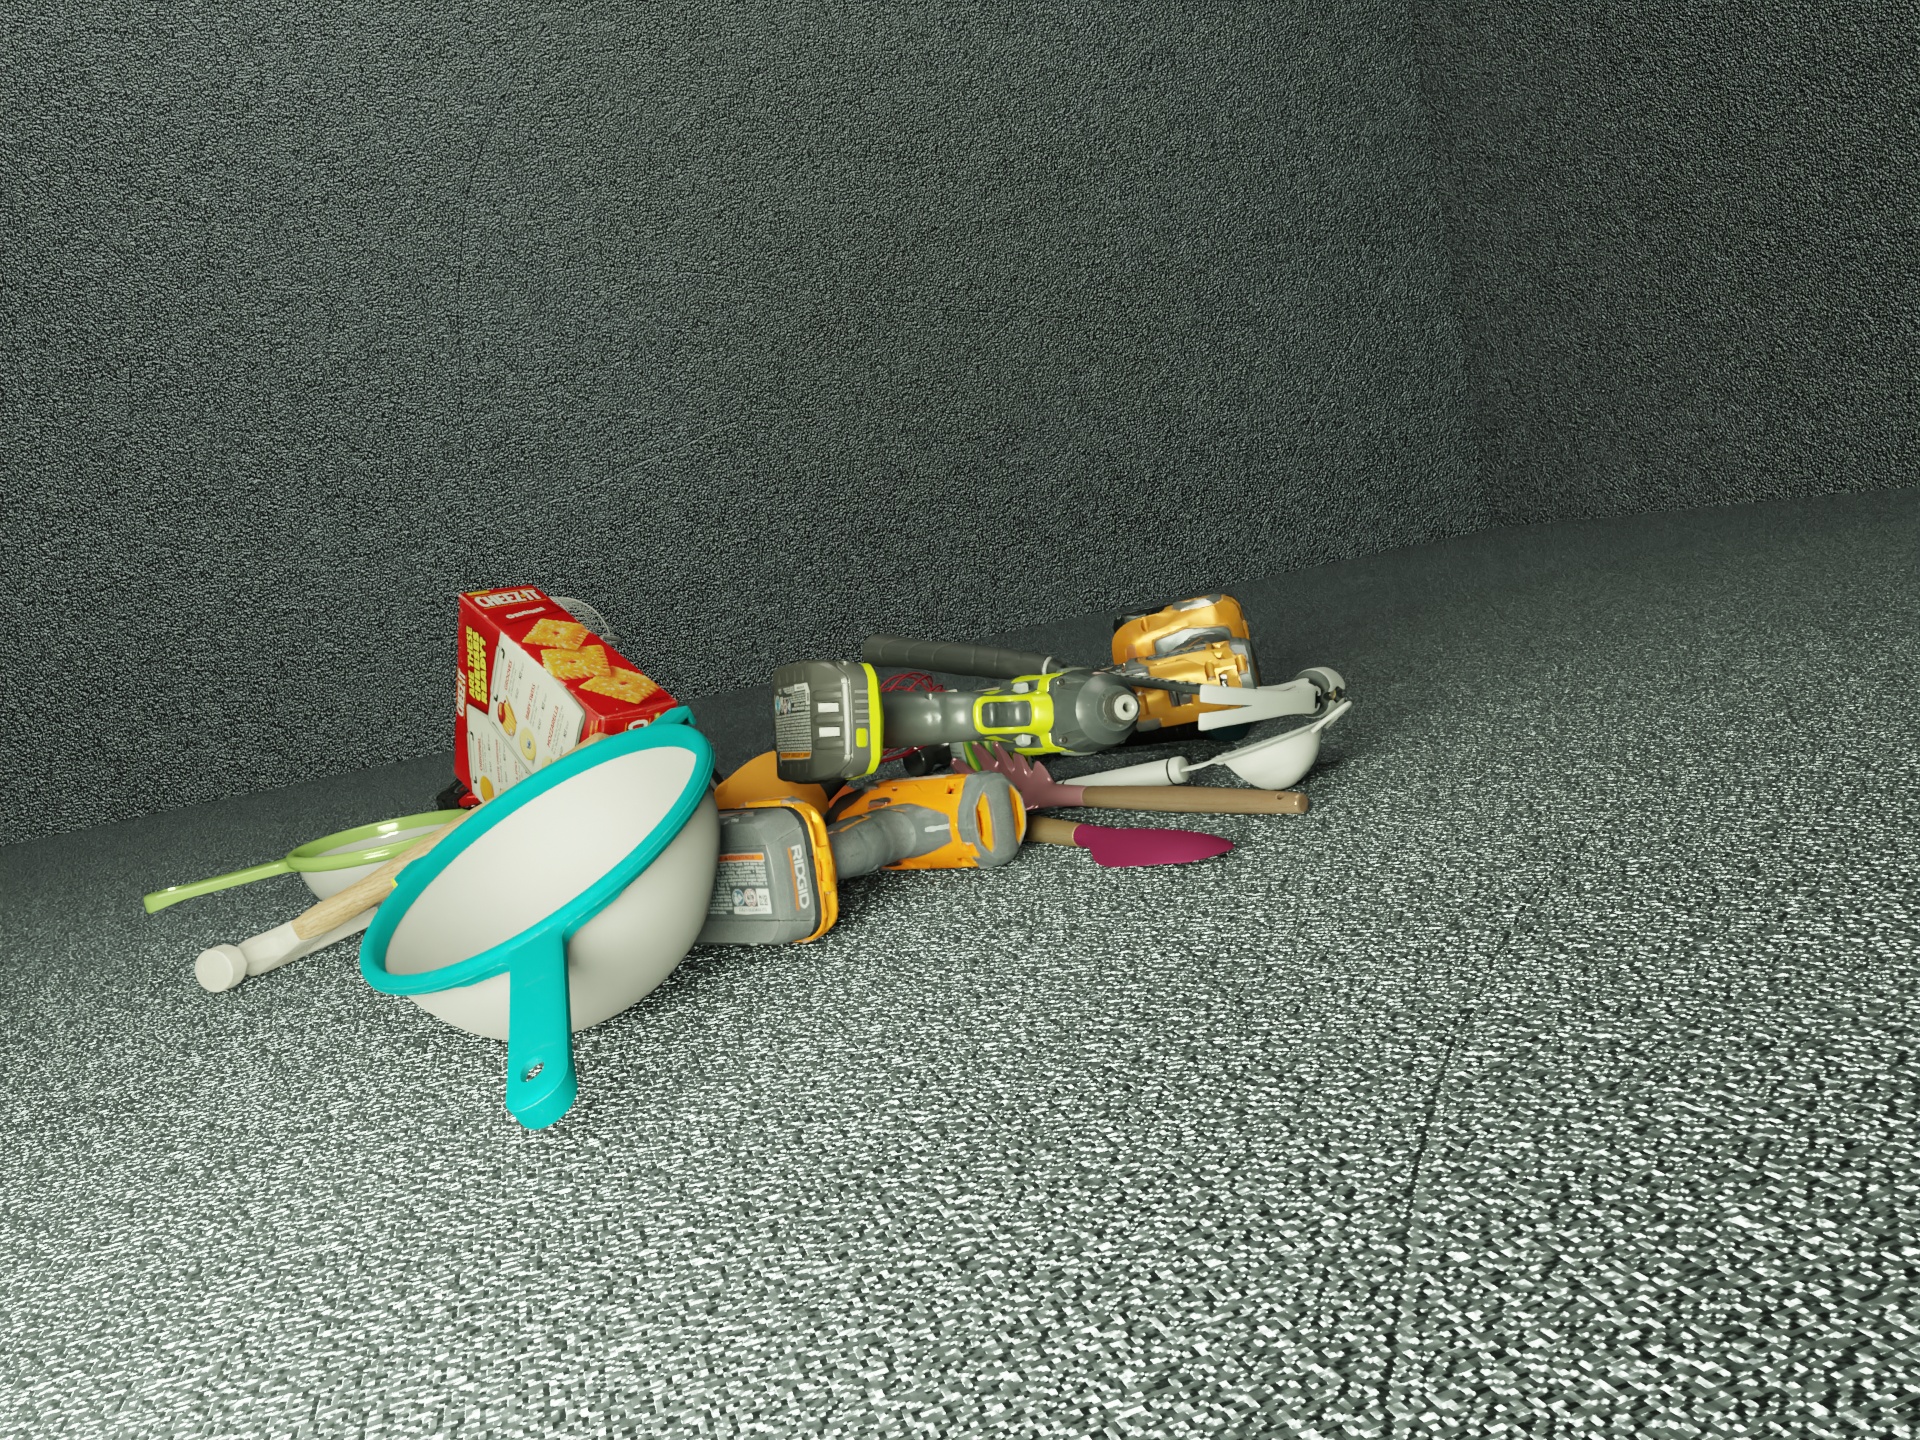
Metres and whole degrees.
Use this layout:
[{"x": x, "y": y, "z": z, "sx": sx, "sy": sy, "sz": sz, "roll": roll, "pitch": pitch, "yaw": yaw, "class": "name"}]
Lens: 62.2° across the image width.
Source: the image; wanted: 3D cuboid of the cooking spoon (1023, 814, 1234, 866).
[{"x": 0.066, "y": 0.074, "z": 1.055, "sx": 0.068, "sy": 0.017, "sz": 0.319, "roll": -14, "pitch": 7, "yaw": -29, "class": "cooking spoon"}]

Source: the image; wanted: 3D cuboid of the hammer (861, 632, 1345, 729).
[{"x": 0.080, "y": -0.036, "z": 1.233, "sx": 0.409, "sy": 0.036, "sz": 0.149, "roll": 9, "pitch": 11, "yaw": 40, "class": "hammer"}]

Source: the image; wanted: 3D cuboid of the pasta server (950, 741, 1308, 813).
[{"x": 0.106, "y": 0.050, "z": 1.118, "sx": 0.316, "sy": 0.040, "sz": 0.060, "roll": -1, "pitch": 53, "yaw": 48, "class": "pasta server"}]

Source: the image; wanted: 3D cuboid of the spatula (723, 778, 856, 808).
[{"x": -0.207, "y": 0.072, "z": 1.532, "sx": 0.081, "sy": 0.041, "sz": 0.323, "roll": -16, "pitch": 4, "yaw": -33, "class": "spatula"}]

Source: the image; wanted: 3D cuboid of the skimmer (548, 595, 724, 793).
[{"x": -0.299, "y": 0.004, "z": 1.407, "sx": 0.127, "sy": 0.090, "sz": 0.364, "roll": 3, "pitch": 37, "yaw": -52, "class": "skimmer"}]

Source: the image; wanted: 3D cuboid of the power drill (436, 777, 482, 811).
[{"x": -0.353, "y": 0.078, "z": 1.431, "sx": 0.220, "sy": 0.078, "sz": 0.143, "roll": -2, "pitch": 30, "yaw": 28, "class": "power drill"}]

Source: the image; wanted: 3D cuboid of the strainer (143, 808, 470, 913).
[{"x": -0.515, "y": 0.136, "z": 1.286, "sx": 0.256, "sy": 0.069, "sz": 0.151, "roll": -15, "pitch": 9, "yaw": -18, "class": "strainer"}]

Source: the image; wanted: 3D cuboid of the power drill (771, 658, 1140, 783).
[{"x": -0.002, "y": -0.003, "z": 1.057, "sx": 0.223, "sy": 0.080, "sz": 0.171, "roll": -3, "pitch": -1, "yaw": -21, "class": "power drill"}]

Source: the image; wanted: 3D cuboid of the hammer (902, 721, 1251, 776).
[{"x": 0.109, "y": 0.014, "z": 1.444, "sx": 0.331, "sy": 0.033, "sz": 0.128, "roll": -5, "pitch": 10, "yaw": 40, "class": "hammer"}]

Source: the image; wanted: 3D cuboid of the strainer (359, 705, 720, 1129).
[{"x": -0.188, "y": 0.122, "z": 0.792, "sx": 0.211, "sy": 0.095, "sz": 0.341, "roll": -31, "pitch": 25, "yaw": -2, "class": "strainer"}]

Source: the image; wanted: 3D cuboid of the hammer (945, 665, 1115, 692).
[{"x": 0.076, "y": -0.024, "z": 1.435, "sx": 0.146, "sy": 0.038, "sz": 0.410, "roll": -11, "pitch": 0, "yaw": 44, "class": "hammer"}]

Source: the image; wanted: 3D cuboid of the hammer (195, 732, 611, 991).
[{"x": -0.374, "y": 0.096, "z": 1.117, "sx": 0.331, "sy": 0.031, "sz": 0.130, "roll": -29, "pitch": -1, "yaw": 15, "class": "hammer"}]

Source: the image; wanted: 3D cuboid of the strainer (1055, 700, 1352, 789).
[{"x": 0.164, "y": 0.036, "z": 1.136, "sx": 0.258, "sy": 0.050, "sz": 0.087, "roll": -14, "pitch": 0, "yaw": 35, "class": "strainer"}]

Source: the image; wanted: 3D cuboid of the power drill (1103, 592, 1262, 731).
[{"x": 0.164, "y": -0.042, "z": 1.367, "sx": 0.185, "sy": 0.084, "sz": 0.226, "roll": -12, "pitch": 12, "yaw": 13, "class": "power drill"}]

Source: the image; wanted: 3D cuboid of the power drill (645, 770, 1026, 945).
[{"x": -0.086, "y": 0.080, "z": 1.005, "sx": 0.164, "sy": 0.084, "sz": 0.226, "roll": -6, "pitch": 4, "yaw": 39, "class": "power drill"}]

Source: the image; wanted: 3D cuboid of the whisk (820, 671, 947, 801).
[{"x": -0.089, "y": 0.031, "z": 1.396, "sx": 0.073, "sy": 0.073, "sz": 0.296, "roll": -7, "pitch": 21, "yaw": 31, "class": "whisk"}]

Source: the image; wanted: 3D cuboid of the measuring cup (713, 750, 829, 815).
[{"x": -0.107, "y": 0.040, "z": 1.127, "sx": 0.173, "sy": 0.052, "sz": 0.095, "roll": -48, "pitch": -22, "yaw": 2, "class": "measuring cup"}]
